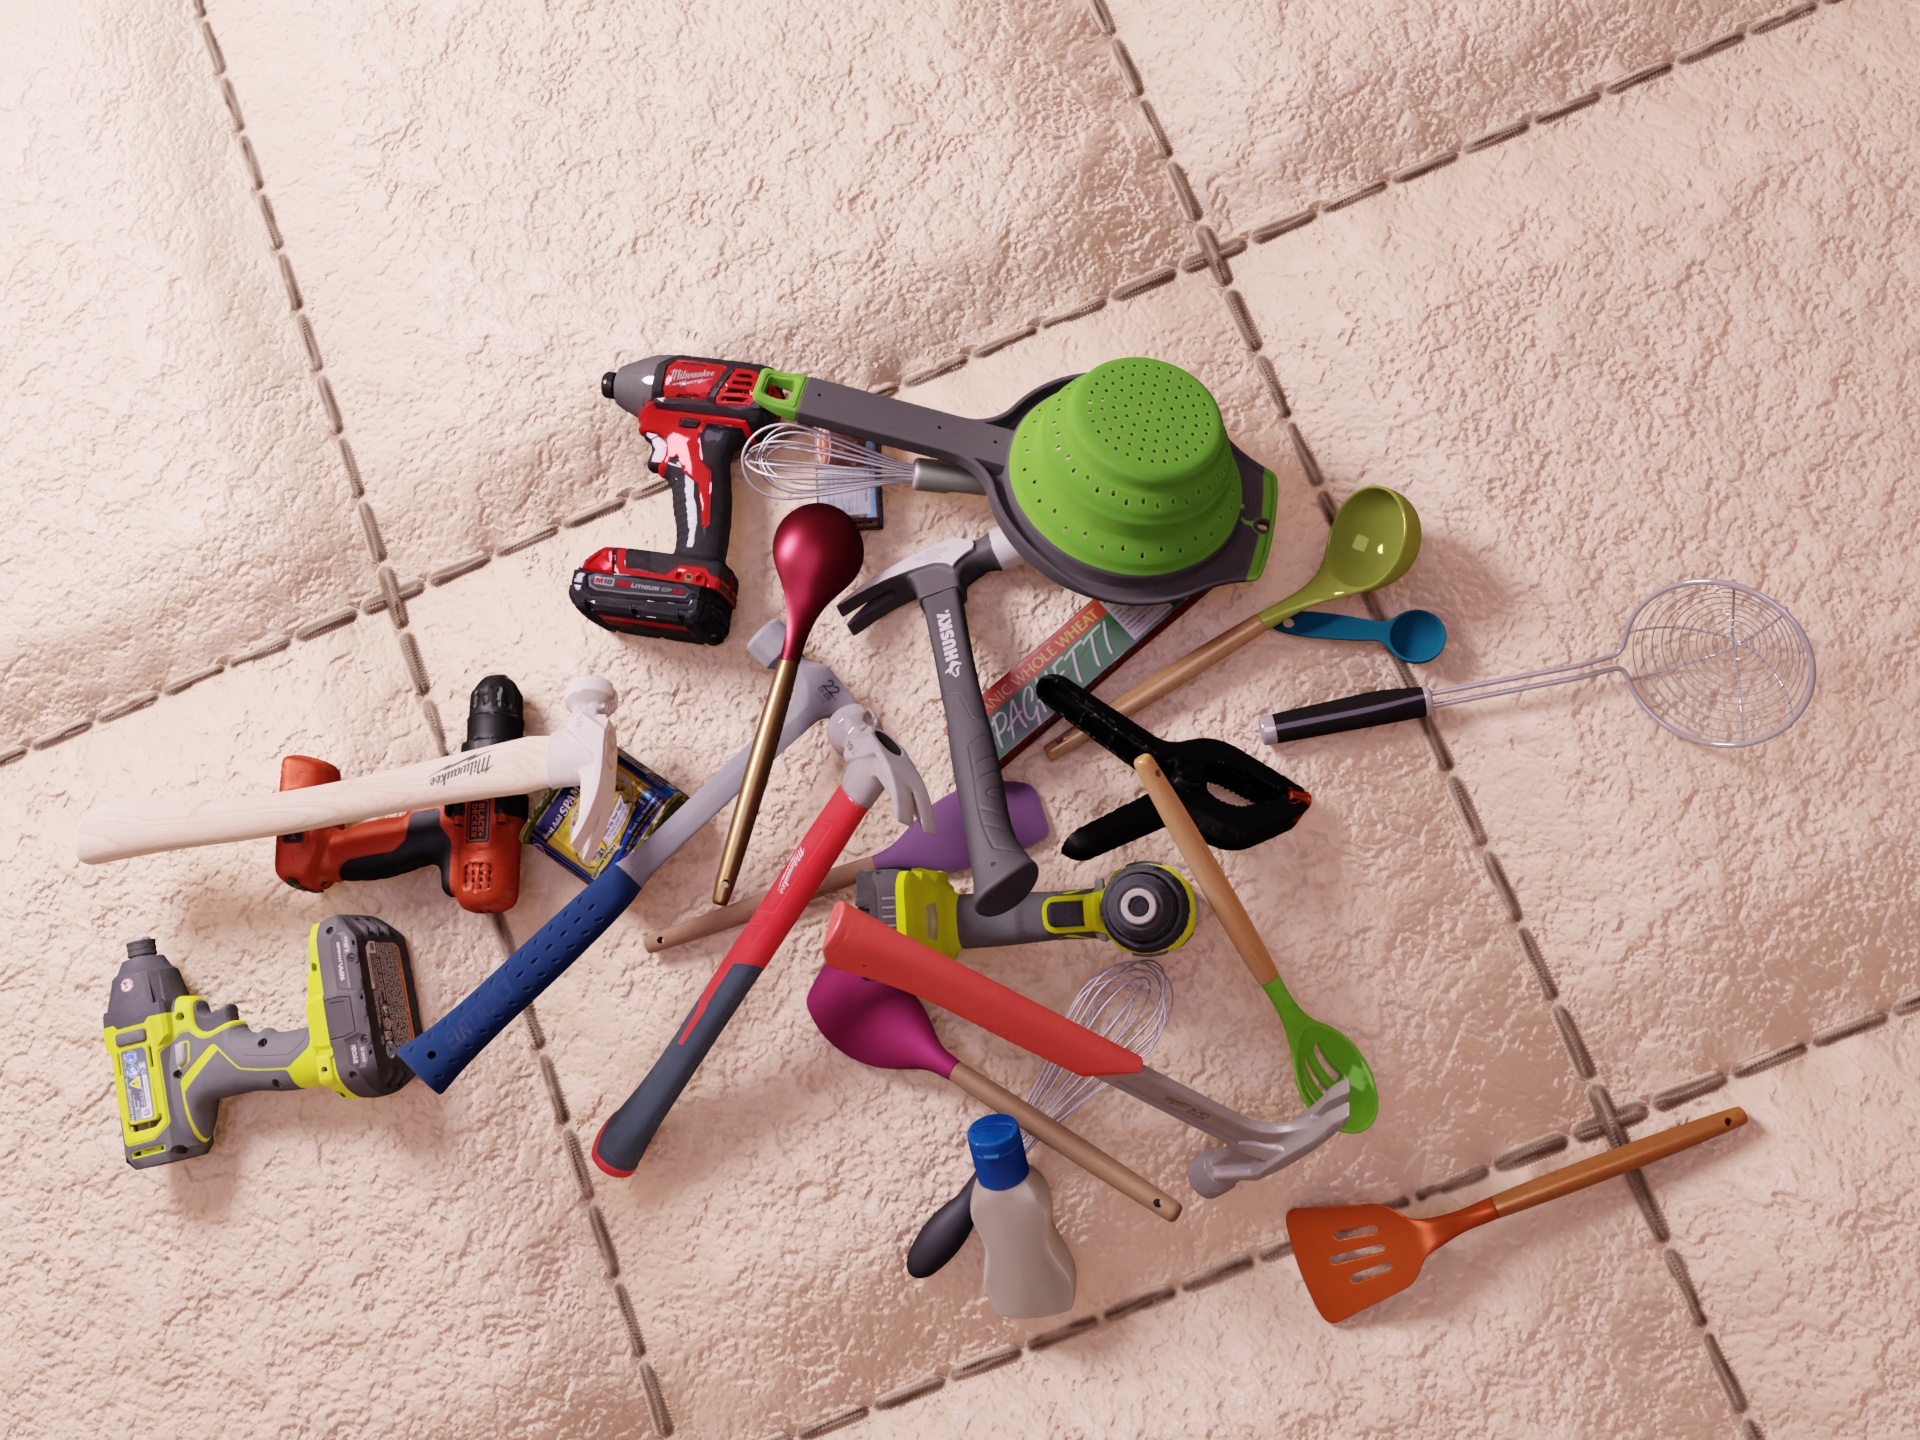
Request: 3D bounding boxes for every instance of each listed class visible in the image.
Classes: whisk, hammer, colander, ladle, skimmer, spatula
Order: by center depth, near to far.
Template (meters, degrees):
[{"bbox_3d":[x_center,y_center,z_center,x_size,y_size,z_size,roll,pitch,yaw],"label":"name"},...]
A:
[{"bbox_3d":[0.074,0.207,1.038,0.359,0.149,0.037,29,41,-15],"label":"hammer"},{"bbox_3d":[0.389,0.328,1.102,0.322,0.041,0.081,-20,79,-1],"label":"spatula"},{"bbox_3d":[-0.146,0.178,1.105,0.038,0.143,0.386,24,107,-32],"label":"hammer"},{"bbox_3d":[-0.002,-0.004,1.107,0.146,0.035,0.335,-19,46,9],"label":"hammer"},{"bbox_3d":[0.397,-0.016,1.122,0.363,0.090,0.127,-11,111,7],"label":"skimmer"},{"bbox_3d":[0.054,0.285,1.131,0.070,0.070,0.284,38,91,11],"label":"whisk"},{"bbox_3d":[-0.226,0.108,1.139,0.144,0.035,0.405,45,72,0],"label":"hammer"},{"bbox_3d":[0.046,-0.212,1.142,0.397,0.094,0.205,15,60,-1],"label":"colander"},{"bbox_3d":[-0.450,0.066,1.155,0.410,0.038,0.146,-10,53,7],"label":"hammer"},{"bbox_3d":[-0.133,-0.018,1.159,0.069,0.031,0.315,16,76,-7],"label":"ladle"},{"bbox_3d":[0.195,-0.065,1.168,0.320,0.062,0.078,-32,45,5],"label":"ladle"},{"bbox_3d":[-0.088,0.115,1.192,0.316,0.018,0.060,-20,78,2],"label":"spatula"},{"bbox_3d":[-0.042,-0.186,1.200,0.246,0.058,0.059,5,114,-9],"label":"whisk"}]

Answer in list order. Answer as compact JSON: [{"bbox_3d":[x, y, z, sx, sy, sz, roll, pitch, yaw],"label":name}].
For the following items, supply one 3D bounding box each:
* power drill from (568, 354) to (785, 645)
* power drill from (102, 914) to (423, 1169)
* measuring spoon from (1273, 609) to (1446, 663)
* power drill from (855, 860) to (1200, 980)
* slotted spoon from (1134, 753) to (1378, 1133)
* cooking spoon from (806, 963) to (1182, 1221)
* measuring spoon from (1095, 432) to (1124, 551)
[{"bbox_3d":[-0.225,-0.178,1.228,0.143,0.078,0.220,9,79,8],"label":"power drill"},{"bbox_3d":[-0.531,0.227,1.196,0.223,0.080,0.171,-15,80,7],"label":"power drill"},{"bbox_3d":[0.294,-0.064,1.182,0.128,0.021,0.042,8,71,17],"label":"measuring spoon"},{"bbox_3d":[0.048,0.134,1.090,0.228,0.190,0.080,-5,82,10],"label":"power drill"},{"bbox_3d":[0.199,0.154,1.088,0.070,0.031,0.313,-43,107,-40],"label":"slotted spoon"},{"bbox_3d":[0.017,0.259,1.115,0.319,0.017,0.069,27,87,27],"label":"cooking spoon"},{"bbox_3d":[0.114,-0.170,1.222,0.021,0.011,0.117,-10,76,5],"label":"measuring spoon"}]
